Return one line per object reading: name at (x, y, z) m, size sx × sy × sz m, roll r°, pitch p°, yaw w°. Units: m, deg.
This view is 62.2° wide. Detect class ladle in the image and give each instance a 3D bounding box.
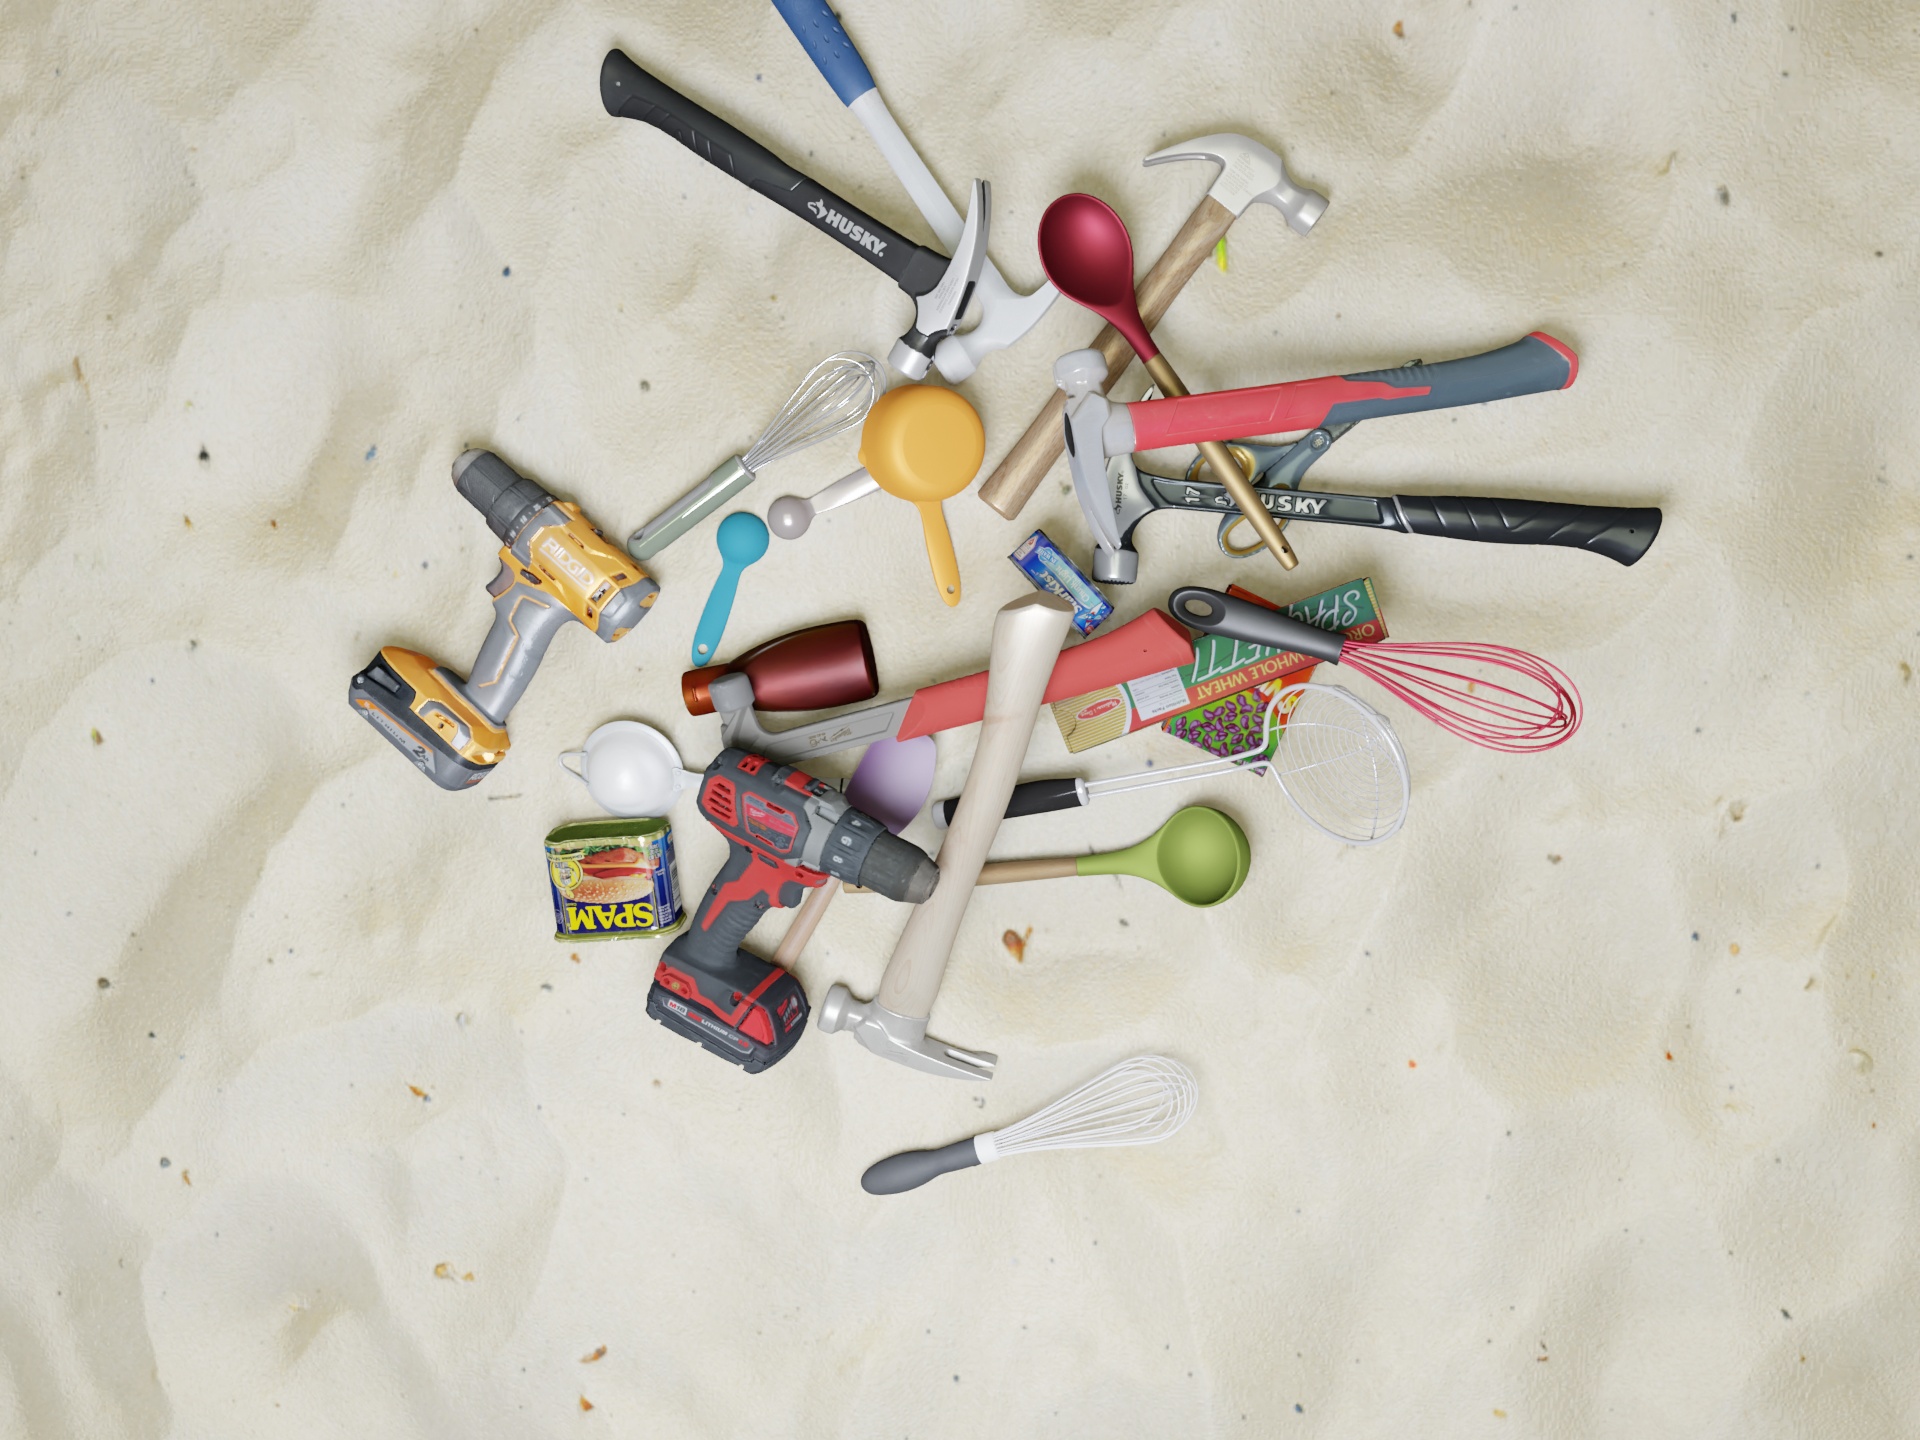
ladle at (0.155, -0.242, 1.155) m, size 0.069 × 0.031 × 0.315 m, roll -33°, pitch 90°, yaw -5°
ladle at (0.063, 0.116, 1.234) m, size 0.320 × 0.062 × 0.078 m, roll -5°, pitch 85°, yaw 7°

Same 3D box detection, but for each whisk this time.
whisk at (0.052, 0.330, 1.259) m, size 0.284 × 0.070 × 0.070 m, roll -20°, pitch 95°, yaw 10°
whisk at (0.288, -0.043, 1.122) m, size 0.296 × 0.073 × 0.073 m, roll 18°, pitch 97°, yaw 14°
whisk at (-0.159, -0.200, 1.221) m, size 0.246 × 0.058 × 0.059 m, roll -35°, pitch 126°, yaw 11°

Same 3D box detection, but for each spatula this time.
spatula at (-0.109, 0.142, 1.256) m, size 0.060 × 0.018 × 0.316 m, roll 32°, pitch 102°, yaw 7°

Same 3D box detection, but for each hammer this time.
hammer at (0.013, 0.095, 1.178) m, size 0.146 × 0.038 × 0.410 m, roll 20°, pitch 117°, yaw 1°
hammer at (-0.002, -0.004, 1.179) m, size 0.359 × 0.037 × 0.149 m, roll -14°, pitch 107°, yaw 13°
hammer at (-0.129, -0.402, 1.177) m, size 0.335 × 0.035 × 0.146 m, roll 35°, pitch 112°, yaw 8°
hammer at (-0.062, -0.459, 1.189) m, size 0.144 × 0.035 × 0.405 m, roll -34°, pitch 93°, yaw 7°
hammer at (0.264, -0.213, 1.135) m, size 0.386 × 0.038 × 0.143 m, roll -9°, pitch 82°, yaw -11°
hammer at (0.306, -0.159, 1.175) m, size 0.409 × 0.036 × 0.149 m, roll 5°, pitch 91°, yaw 4°
hammer at (0.123, -0.293, 1.196) m, size 0.130 × 0.031 × 0.331 m, roll 38°, pitch 98°, yaw -1°

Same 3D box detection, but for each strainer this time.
strainer at (-0.195, 0.048, 1.253) m, size 0.258 × 0.050 × 0.086 m, roll 3°, pitch 112°, yaw 1°

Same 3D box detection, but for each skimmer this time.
skimmer at (0.143, 0.054, 1.168) m, size 0.363 × 0.090 × 0.127 m, roll -11°, pitch 110°, yaw 18°

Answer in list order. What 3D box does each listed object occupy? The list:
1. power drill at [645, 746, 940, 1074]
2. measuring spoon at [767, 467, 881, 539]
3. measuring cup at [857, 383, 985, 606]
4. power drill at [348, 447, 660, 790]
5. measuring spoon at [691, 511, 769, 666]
power drill at (-0.128, 0.149, 1.187) m, size 0.188 × 0.080 × 0.226 m, roll 25°, pitch 113°, yaw 11°
measuring spoon at (-0.094, -0.176, 1.231) m, size 0.124 × 0.018 × 0.034 m, roll -25°, pitch 94°, yaw 6°
measuring cup at (-0.016, -0.167, 1.199) m, size 0.095 × 0.052 × 0.173 m, roll -18°, pitch 105°, yaw -20°
power drill at (-0.371, -0.082, 1.233) m, size 0.185 × 0.084 × 0.226 m, roll 42°, pitch 94°, yaw 1°
measuring spoon at (-0.186, -0.101, 1.243) m, size 0.042 × 0.021 × 0.128 m, roll 21°, pitch 96°, yaw 2°
